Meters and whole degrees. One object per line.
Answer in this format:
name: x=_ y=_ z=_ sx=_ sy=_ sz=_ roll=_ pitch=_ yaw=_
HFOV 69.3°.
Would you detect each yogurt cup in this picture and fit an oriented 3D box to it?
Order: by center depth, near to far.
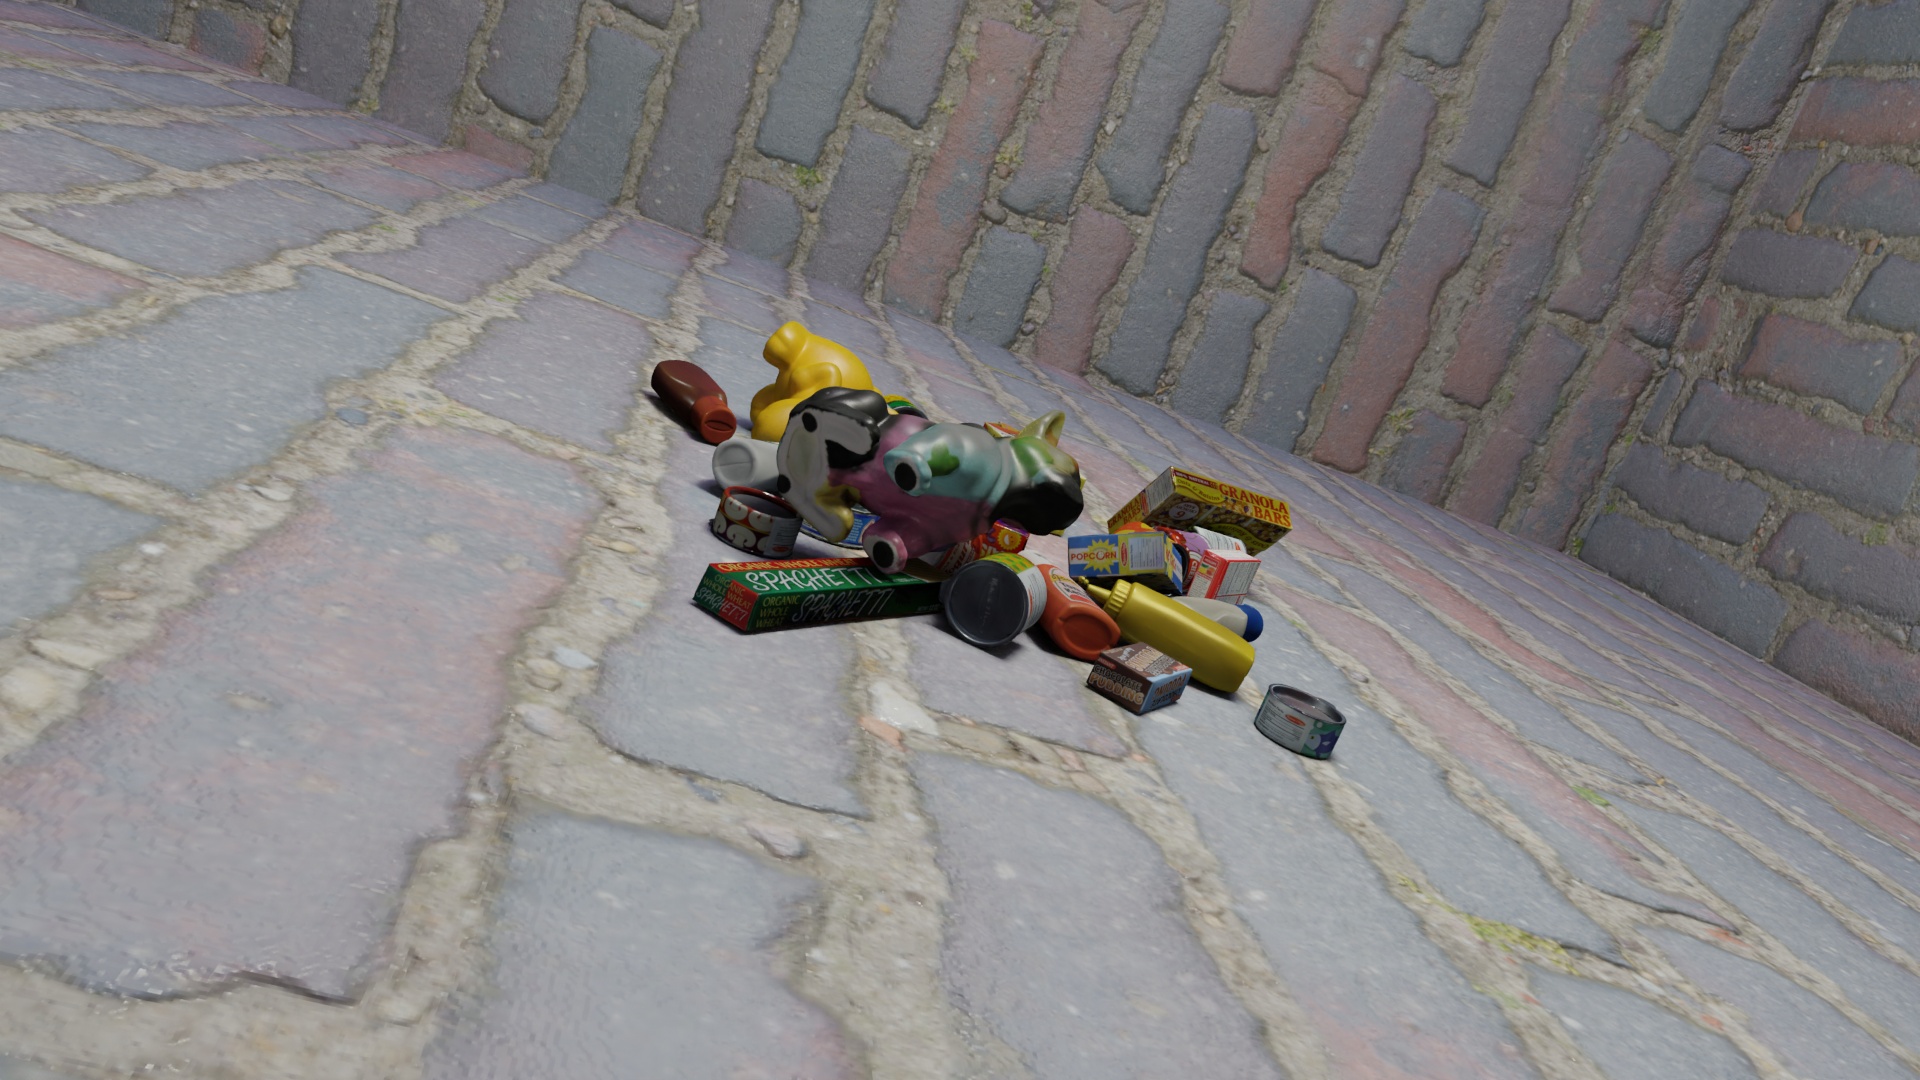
yogurt cup: x=-0.019 y=0.001 z=1.163 sx=0.072 sy=0.072 sz=0.054 roll=33 pitch=9 yaw=40

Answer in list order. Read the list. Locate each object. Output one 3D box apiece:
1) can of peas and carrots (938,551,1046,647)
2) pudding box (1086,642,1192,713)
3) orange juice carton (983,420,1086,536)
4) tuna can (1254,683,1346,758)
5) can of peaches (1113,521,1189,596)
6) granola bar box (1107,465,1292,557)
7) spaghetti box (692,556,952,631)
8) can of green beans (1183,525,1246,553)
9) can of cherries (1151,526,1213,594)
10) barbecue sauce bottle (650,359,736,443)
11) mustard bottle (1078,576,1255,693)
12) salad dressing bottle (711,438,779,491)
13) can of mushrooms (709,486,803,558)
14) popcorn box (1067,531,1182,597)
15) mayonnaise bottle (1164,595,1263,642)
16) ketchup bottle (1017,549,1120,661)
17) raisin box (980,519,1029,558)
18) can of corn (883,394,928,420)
can of peas and carrots: x=0.025 y=0.043 z=1.057 sx=0.071 sy=0.070 sz=0.059 roll=25 pitch=13 yaw=14
pudding box: x=0.138 y=0.105 z=1.065 sx=0.050 sy=0.030 sz=0.084 roll=29 pitch=16 yaw=27
orange juice carton: x=0.063 y=-0.078 z=1.573 sx=0.073 sy=0.071 sz=0.193 roll=16 pitch=15 yaw=-24
tuna can: x=0.272 y=0.144 z=1.111 sx=0.071 sy=0.032 sz=0.071 roll=20 pitch=13 yaw=-5
can of peaches: x=0.183 y=0.020 z=1.382 sx=0.071 sy=0.071 sz=0.058 roll=11 pitch=16 yaw=-38
granola bar box: x=0.266 y=-0.016 z=1.550 sx=0.165 sy=0.123 sz=0.039 roll=15 pitch=54 yaw=-26
spaghetti box: x=-0.088 y=0.035 z=0.994 sx=0.050 sy=0.028 sz=0.250 roll=27 pitch=14 yaw=28
can of green beans: x=0.268 y=0.023 z=1.508 sx=0.058 sy=0.071 sz=0.071 roll=16 pitch=14 yaw=-20
can of cherries: x=0.222 y=0.022 z=1.438 sx=0.058 sy=0.071 sz=0.071 roll=10 pitch=17 yaw=-40
barbecue sauce bottle: x=-0.259 y=-0.137 z=1.374 sx=0.065 sy=0.043 sz=0.149 roll=13 pitch=16 yaw=-31
mustard bottle: x=0.169 y=0.073 z=1.174 sx=0.160 sy=0.048 sz=0.065 roll=28 pitch=11 yaw=4
salad dressing bottle: x=-0.165 y=-0.065 z=1.222 sx=0.064 sy=0.044 sz=0.148 roll=-8 pitch=-1 yaw=17
can of mushrooms: x=-0.158 y=-0.015 z=1.073 sx=0.071 sy=0.033 sz=0.071 roll=20 pitch=14 yaw=-5
popcorn box: x=0.149 y=0.023 z=1.242 sx=0.085 sy=0.038 sz=0.126 roll=-3 pitch=-12 yaw=15
mayonnaise bottle: x=0.233 y=0.077 z=1.299 sx=0.065 sy=0.041 sz=0.148 roll=24 pitch=11 yaw=39
ketchup bottle: x=0.079 y=0.050 z=1.159 sx=0.064 sy=0.043 sz=0.149 roll=29 pitch=9 yaw=-24
raisin box: x=0.005 y=-0.017 z=1.317 sx=0.123 sy=0.040 sz=0.086 roll=21 pitch=12 yaw=2
can of corn: x=-0.070 y=-0.126 z=1.573 sx=0.071 sy=0.071 sz=0.058 roll=16 pitch=14 yaw=-23
